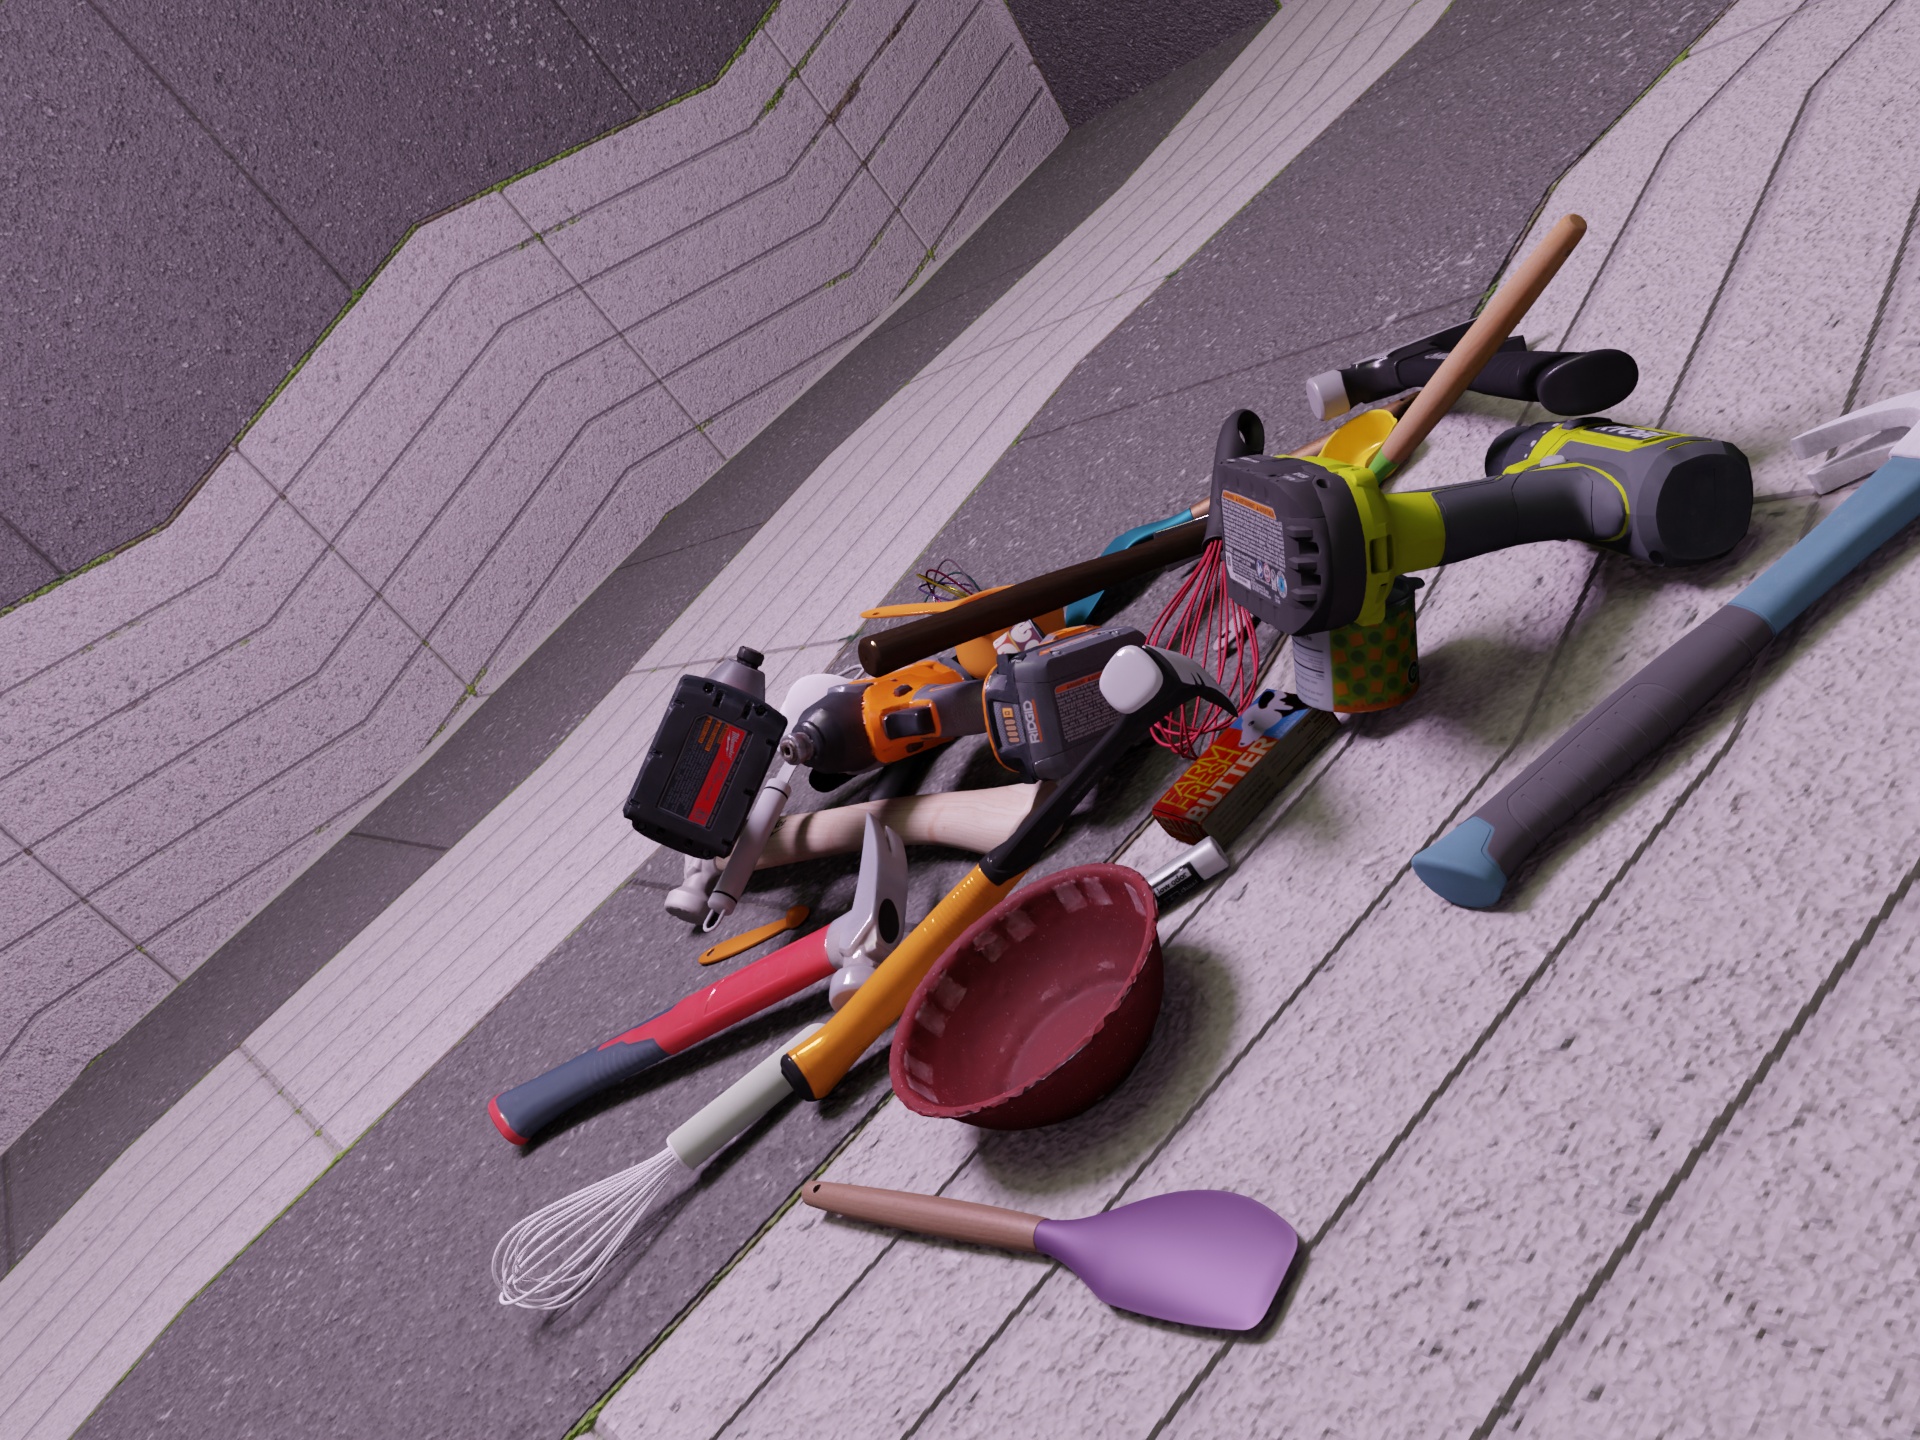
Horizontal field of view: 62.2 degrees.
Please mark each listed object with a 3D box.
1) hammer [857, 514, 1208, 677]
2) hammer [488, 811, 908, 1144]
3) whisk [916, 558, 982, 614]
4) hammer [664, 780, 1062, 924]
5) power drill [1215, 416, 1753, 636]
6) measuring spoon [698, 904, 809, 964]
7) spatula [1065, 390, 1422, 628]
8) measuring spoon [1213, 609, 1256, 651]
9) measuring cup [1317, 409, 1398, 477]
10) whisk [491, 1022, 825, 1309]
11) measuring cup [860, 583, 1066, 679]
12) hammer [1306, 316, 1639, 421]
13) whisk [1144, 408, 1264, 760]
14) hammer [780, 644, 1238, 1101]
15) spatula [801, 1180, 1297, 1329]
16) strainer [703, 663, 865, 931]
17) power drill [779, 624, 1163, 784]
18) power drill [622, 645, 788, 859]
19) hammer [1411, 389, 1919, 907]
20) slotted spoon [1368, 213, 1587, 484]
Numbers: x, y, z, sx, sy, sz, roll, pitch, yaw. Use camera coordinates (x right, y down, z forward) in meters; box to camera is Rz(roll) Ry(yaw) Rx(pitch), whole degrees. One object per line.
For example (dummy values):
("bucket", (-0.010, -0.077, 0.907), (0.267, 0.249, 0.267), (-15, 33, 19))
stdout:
("hammer", (0.081, -0.095, 1.079), (0.331, 0.031, 0.130), (-21, 3, -22))
("hammer", (-0.188, 0.195, 1.082), (0.386, 0.038, 0.143), (-30, 36, 30))
("whisk", (0.013, -0.100, 1.376), (0.051, 0.047, 0.245), (-41, 23, -6))
("hammer", (-0.074, 0.069, 1.139), (0.411, 0.038, 0.146), (-11, 53, 49))
("power drill", (0.254, -0.112, 0.824), (0.228, 0.080, 0.191), (-10, 17, -7))
("measuring spoon", (-0.156, 0.158, 1.172), (0.117, 0.011, 0.021), (-26, 24, 33))
("spatula", (0.204, -0.157, 1.191), (0.317, 0.044, 0.082), (-27, 25, 21))
("measuring spoon", (0.198, -0.090, 1.059), (0.034, 0.018, 0.124), (-11, 32, 53))
("measuring cup", (0.270, -0.148, 1.063), (0.062, 0.029, 0.157), (-23, 38, 36))
("whisk", (-0.172, 0.261, 0.941), (0.246, 0.057, 0.059), (-38, 11, -7))
("measuring cup", (0.001, -0.065, 1.231), (0.174, 0.052, 0.095), (0, 26, 30))
("hammer", (0.321, -0.212, 0.961), (0.146, 0.035, 0.335), (-20, 14, 2))
("whisk", (0.161, -0.094, 0.999), (0.073, 0.073, 0.296), (-22, 39, 40))
("hammer", (0.016, 0.092, 0.882), (0.337, 0.034, 0.127), (-48, -24, 17))
("spatula", (0.022, 0.226, 0.713), (0.316, 0.018, 0.060), (-12, 33, 49))
("strainer", (-0.130, 0.043, 1.159), (0.087, 0.050, 0.259), (0, 51, 33))
("power drill", (-0.002, -0.003, 1.037), (0.226, 0.084, 0.164), (-5, 11, 44))
("power drill", (-0.179, 0.017, 1.156), (0.220, 0.078, 0.143), (-142, 76, -81))
("hammer", (0.333, -0.034, 0.691), (0.331, 0.033, 0.128), (-40, 21, -1))
("slotted spoon", (0.257, -0.167, 0.903), (0.070, 0.031, 0.313), (-25, -19, -28))
